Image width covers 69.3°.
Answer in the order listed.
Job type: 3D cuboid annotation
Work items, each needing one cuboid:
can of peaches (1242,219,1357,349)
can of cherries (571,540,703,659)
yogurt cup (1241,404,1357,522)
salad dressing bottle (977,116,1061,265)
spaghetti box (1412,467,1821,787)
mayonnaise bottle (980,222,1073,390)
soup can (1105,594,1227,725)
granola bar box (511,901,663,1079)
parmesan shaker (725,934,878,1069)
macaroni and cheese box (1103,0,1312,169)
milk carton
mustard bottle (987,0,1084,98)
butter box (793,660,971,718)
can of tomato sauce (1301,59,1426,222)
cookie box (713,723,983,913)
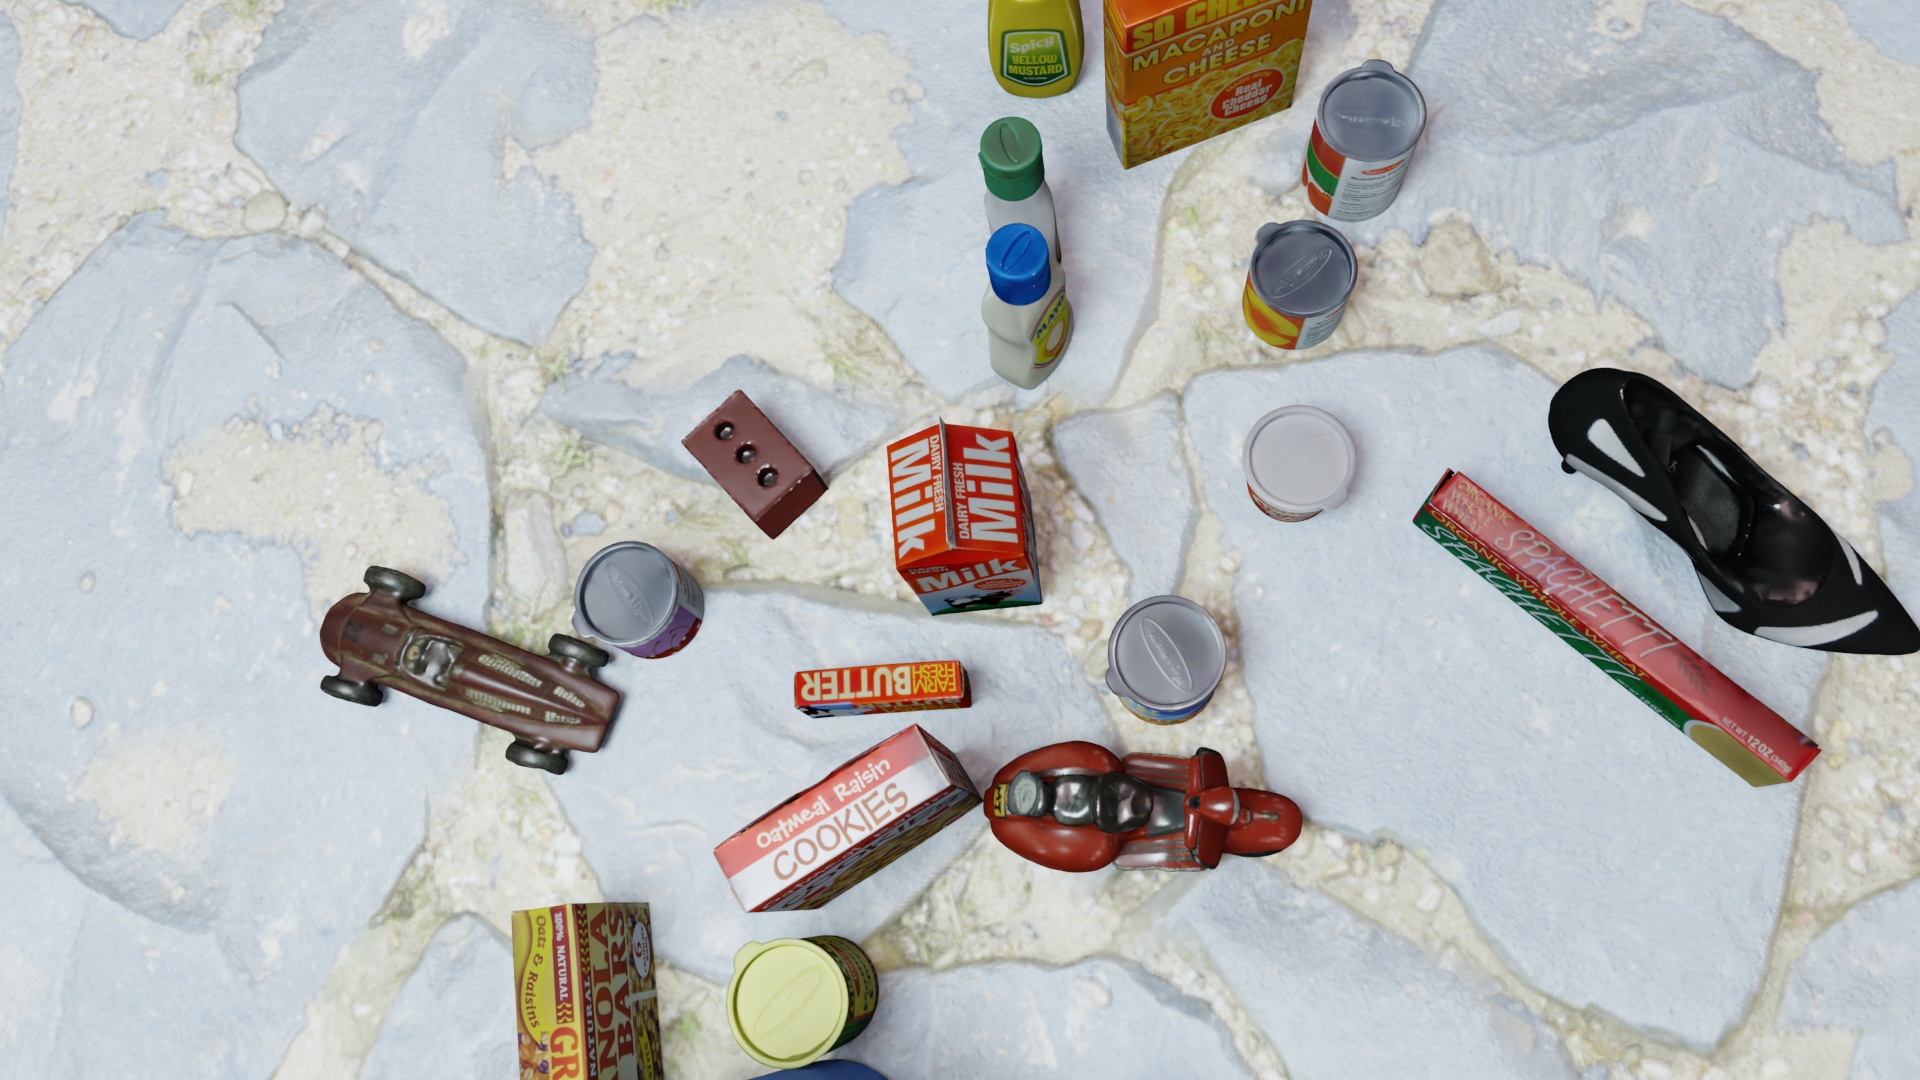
[{"bbox_3d":[0.213,-0.163,0.885,0.071,0.058,0.071,-2,75,6],"label":"can of peaches"},{"bbox_3d":[-0.205,0.040,0.881,0.071,0.058,0.071,-2,75,6],"label":"can of cherries"},{"bbox_3d":[0.206,-0.044,0.856,0.072,0.054,0.072,-2,75,6],"label":"yogurt cup"},{"bbox_3d":[0.037,-0.211,0.872,0.044,0.147,0.064,-17,75,2],"label":"salad dressing bottle"},{"bbox_3d":[0.376,0.050,0.814,0.250,0.050,0.029,41,84,15],"label":"spaghetti box"},{"bbox_3d":[0.040,-0.145,0.854,0.041,0.148,0.065,31,82,13],"label":"mayonnaise bottle"},{"bbox_3d":[0.119,0.074,0.820,0.071,0.083,0.071,-2,76,6],"label":"soup can"},{"bbox_3d":[-0.205,0.289,0.781,0.039,0.124,0.166,-10,75,4],"label":"granola bar box"},{"bbox_3d":[-0.088,0.256,0.787,0.071,0.103,0.071,-2,76,6],"label":"parmesan shaker"},{"bbox_3d":[0.153,-0.310,0.874,0.124,0.166,0.040,-21,74,1],"label":"macaroni and cheese box"},{"bbox_3d":[0.003,-0.010,0.801,0.073,0.190,0.072,-6,75,5],"label":"milk carton"},{"bbox_3d":[0.046,-0.347,0.900,0.065,0.160,0.049,0,76,7],"label":"mustard bottle"},{"bbox_3d":[-0.046,0.092,0.851,0.103,0.053,0.024,-5,75,6],"label":"butter box"},{"bbox_3d":[0.256,-0.254,0.891,0.071,0.083,0.071,-2,76,6],"label":"can of tomato sauce"},{"bbox_3d":[-0.056,0.158,0.775,0.123,0.167,0.040,-32,74,-2],"label":"cookie box"}]
